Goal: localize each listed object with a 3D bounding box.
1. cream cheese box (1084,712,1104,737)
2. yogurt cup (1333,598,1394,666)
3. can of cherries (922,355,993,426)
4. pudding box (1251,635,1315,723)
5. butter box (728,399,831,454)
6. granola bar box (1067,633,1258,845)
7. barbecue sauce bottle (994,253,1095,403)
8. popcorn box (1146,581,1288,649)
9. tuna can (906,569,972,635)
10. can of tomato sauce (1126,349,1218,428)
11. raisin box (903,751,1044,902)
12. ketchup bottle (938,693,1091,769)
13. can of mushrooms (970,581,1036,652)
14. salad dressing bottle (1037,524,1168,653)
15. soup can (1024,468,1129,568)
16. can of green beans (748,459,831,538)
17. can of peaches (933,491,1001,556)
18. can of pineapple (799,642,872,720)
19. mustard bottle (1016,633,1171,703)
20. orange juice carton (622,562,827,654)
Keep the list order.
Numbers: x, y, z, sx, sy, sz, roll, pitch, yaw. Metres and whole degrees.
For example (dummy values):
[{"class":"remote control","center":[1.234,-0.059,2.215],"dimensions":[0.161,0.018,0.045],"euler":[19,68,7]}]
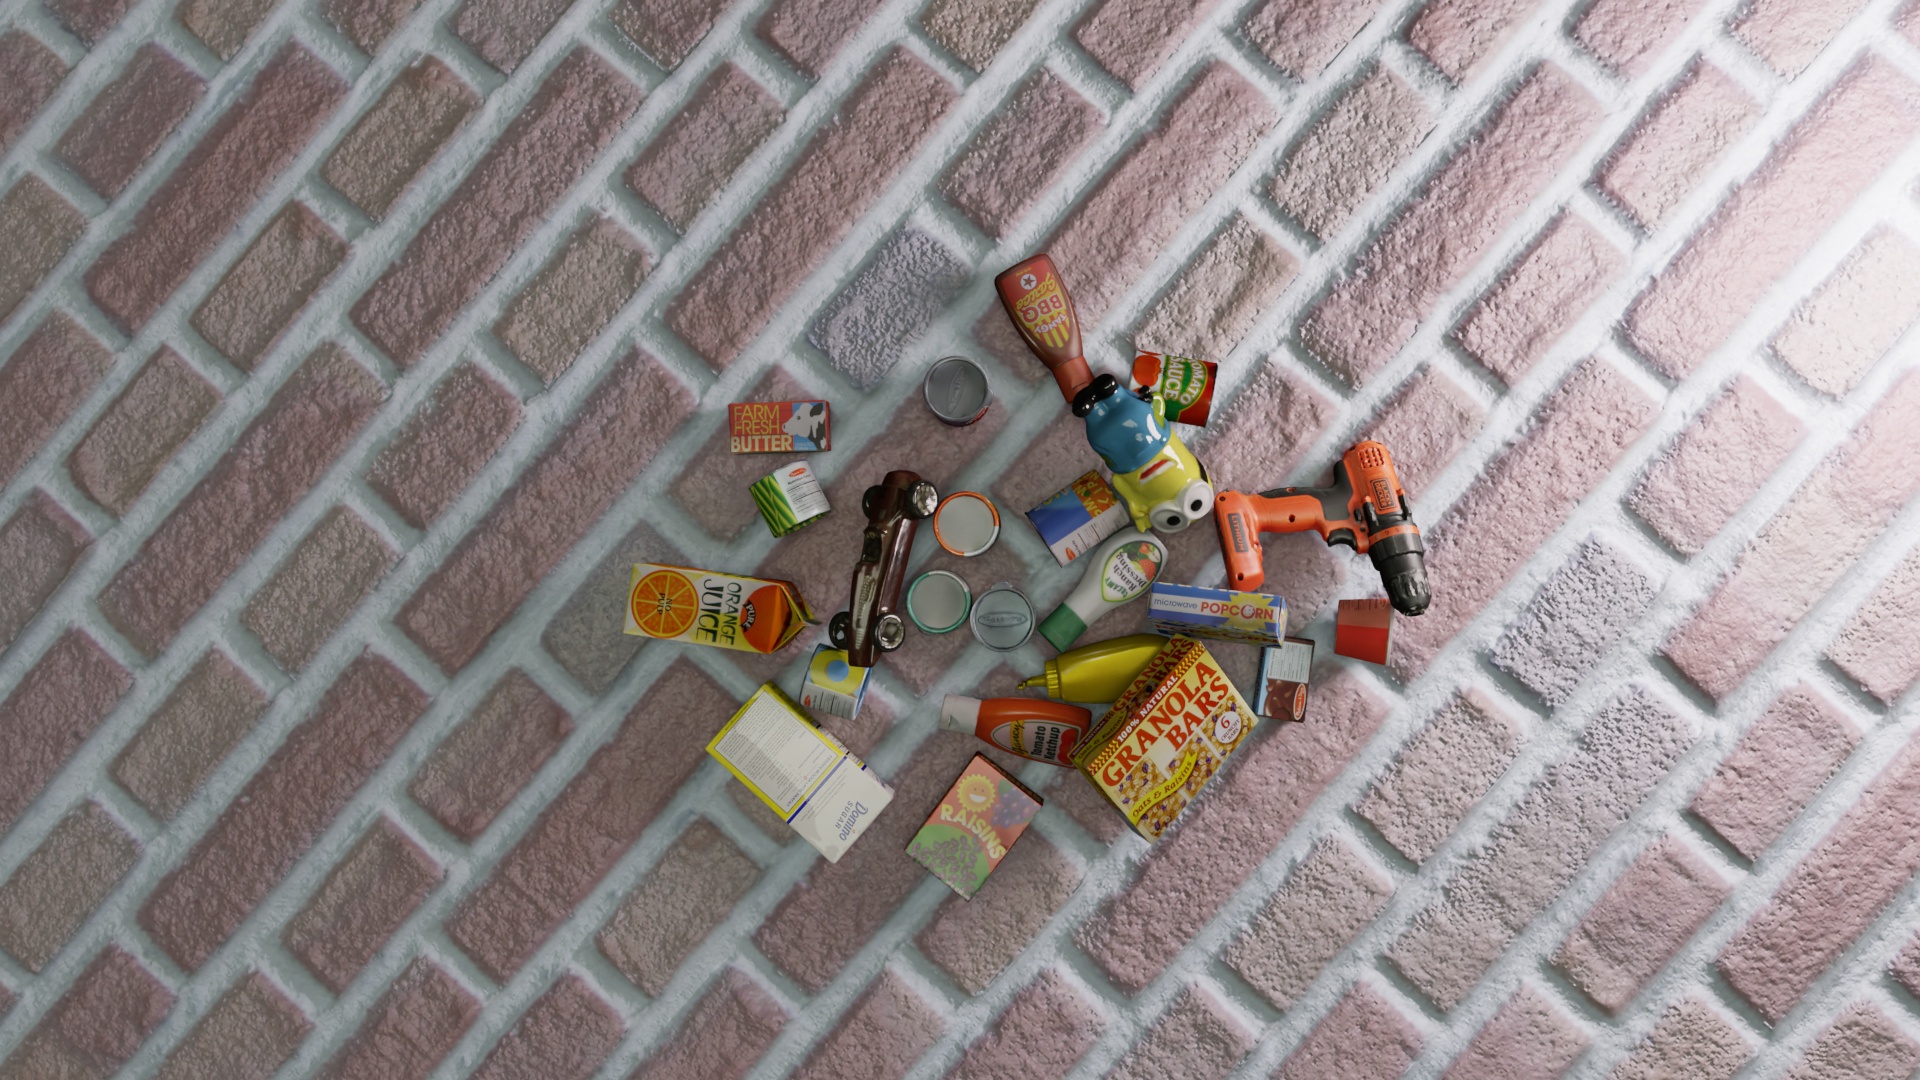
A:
[{"class":"cream cheese box","center":[0.165,0.217,1.374],"dimensions":[0.103,0.024,0.053],"euler":[34,90,-29]},{"class":"yogurt cup","center":[0.398,0.088,1.369],"dimensions":[0.054,0.072,0.072],"euler":[5,89,16]},{"class":"can of cherries","center":[0.000,-0.148,1.403],"dimensions":[0.071,0.058,0.071],"euler":[0,88,3]},{"class":"pudding box","center":[0.323,0.137,1.389],"dimensions":[0.050,0.030,0.083],"euler":[8,89,3]},{"class":"butter box","center":[-0.187,-0.116,1.430],"dimensions":[0.103,0.024,0.053],"euler":[-1,89,4]},{"class":"granola bar box","center":[0.198,0.191,1.345],"dimensions":[0.166,0.039,0.124],"euler":[-46,118,-13]},{"class":"barbecue sauce bottle","center":[0.092,-0.212,1.407],"dimensions":[0.065,0.043,0.148],"euler":[-26,87,2]},{"class":"popcorn box","center":[0.251,0.073,1.353],"dimensions":[0.127,0.085,0.038],"euler":[6,77,18]},{"class":"tuna can","center":[-0.023,0.064,1.411],"dimensions":[0.071,0.033,0.071],"euler":[0,88,3]},{"class":"can of tomato sauce","center":[0.209,-0.153,1.385],"dimensions":[0.083,0.071,0.071],"euler":[10,89,4]},{"class":"raisin box","center":[0.014,0.287,1.399],"dimensions":[0.086,0.040,0.123],"euler":[37,92,5]},{"class":"ketchup bottle","center":[0.054,0.185,1.394],"dimensions":[0.149,0.044,0.064],"euler":[11,119,4]},{"class":"can of mushrooms","center":[0.044,0.077,1.406],"dimensions":[0.071,0.033,0.071],"euler":[0,89,4]},{"class":"salad dressing bottle","center":[0.141,0.049,1.389],"dimensions":[0.148,0.044,0.064],"euler":[-44,108,-3]},{"class":"soup can","center":[0.116,-0.025,1.390],"dimensions":[0.084,0.071,0.071],"euler":[-34,87,2]},{"class":"can of green beans","center":[-0.172,-0.042,1.407],"dimensions":[0.071,0.071,0.058],"euler":[-27,88,3]},{"class":"can of peaches","center":[0.005,-0.018,1.399],"dimensions":[0.071,0.058,0.071],"euler":[0,89,3]},{"class":"can of pineapple","center":[-0.124,0.141,1.399],"dimensions":[0.058,0.071,0.071],"euler":[17,90,3]},{"class":"mustard bottle","center":[0.135,0.132,1.390],"dimensions":[0.160,0.049,0.065],"euler":[-7,101,4]},{"class":"orange juice carton","center":[-0.234,0.070,1.404],"dimensions":[0.193,0.072,0.073],"euler":[8,90,4]}]
